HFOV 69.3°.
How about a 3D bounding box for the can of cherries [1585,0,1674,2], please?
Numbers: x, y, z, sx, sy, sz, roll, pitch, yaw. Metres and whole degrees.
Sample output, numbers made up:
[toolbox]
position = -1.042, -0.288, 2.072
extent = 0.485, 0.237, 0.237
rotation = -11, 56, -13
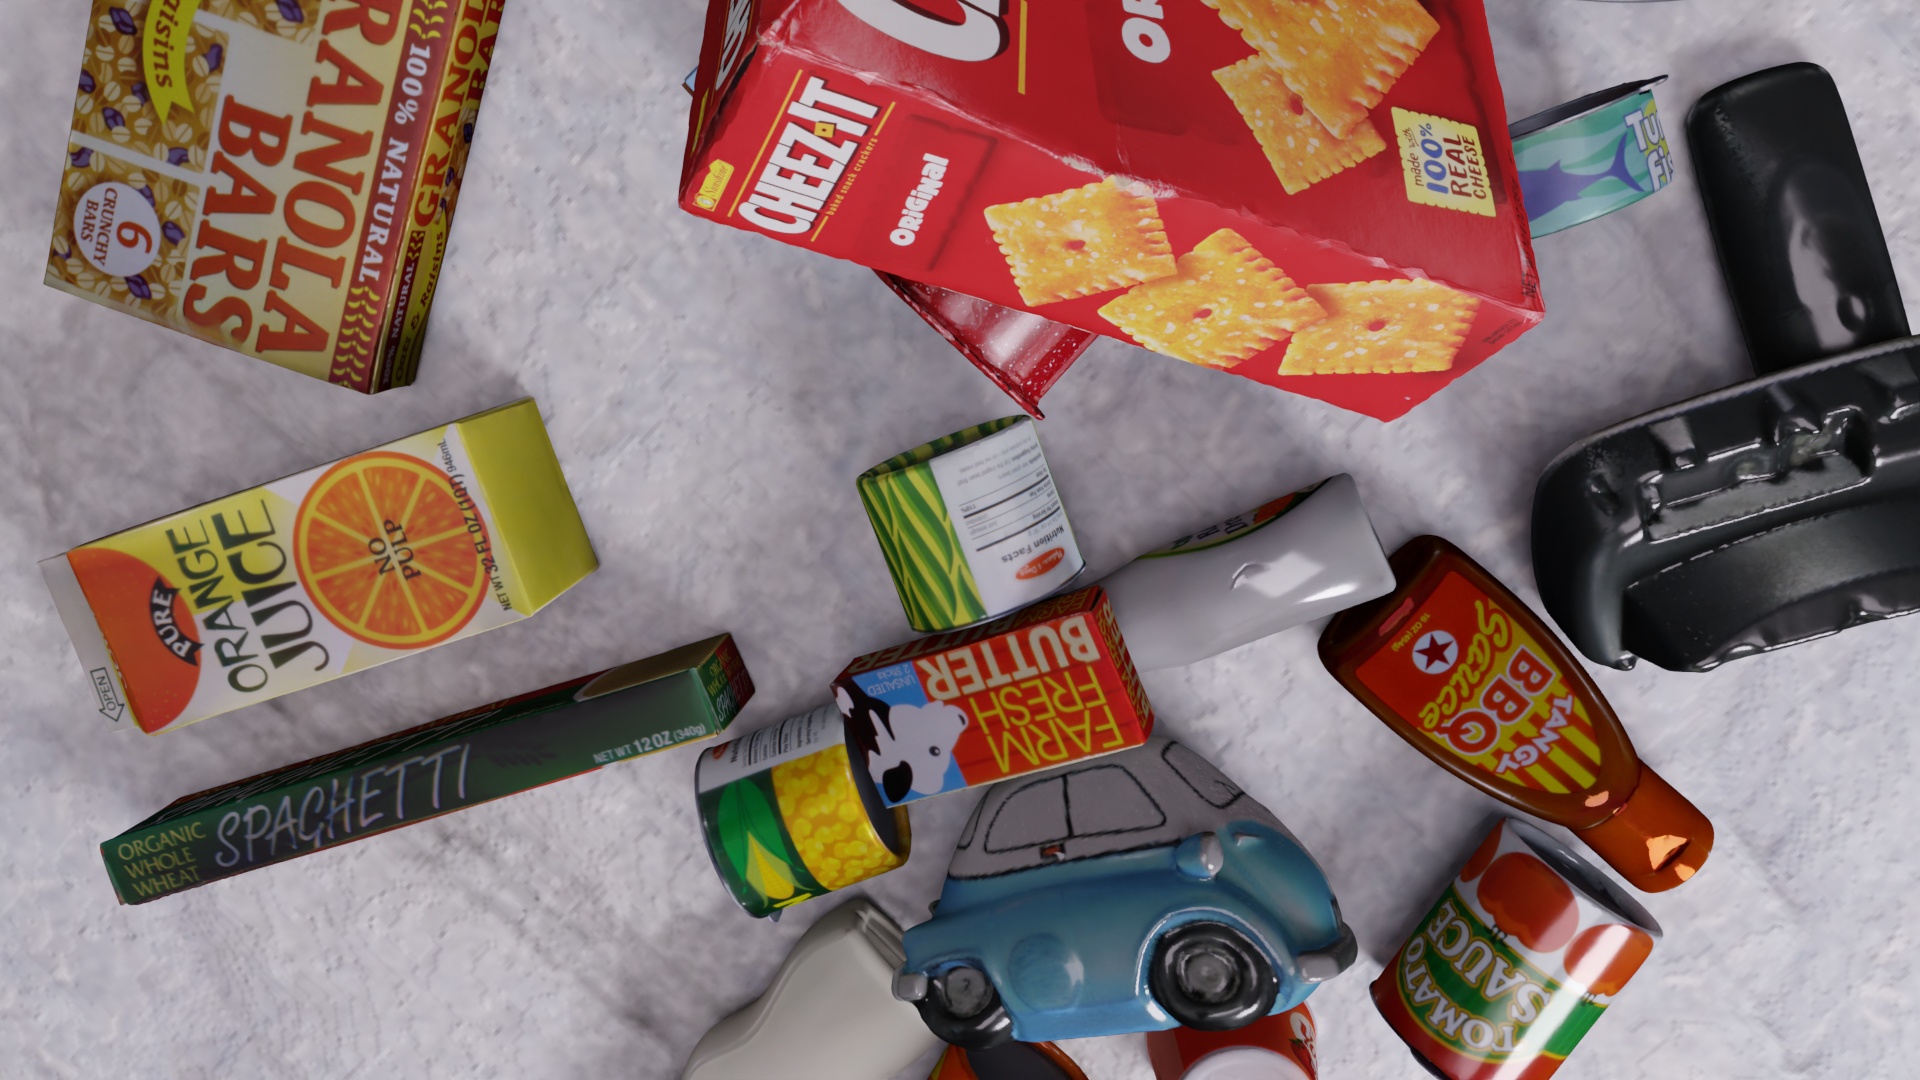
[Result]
[can of cherries]
position = 0.216, -0.202, 0.428
extent = 0.071, 0.071, 0.058
rotation = 3, 102, 4

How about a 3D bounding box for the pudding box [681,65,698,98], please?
[pudding box]
position = -0.048, -0.167, 0.475
extent = 0.083, 0.030, 0.049
rotation = -42, 97, 11

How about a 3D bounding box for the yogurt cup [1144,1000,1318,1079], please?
[yogurt cup]
position = 0.105, 0.203, 0.530
extent = 0.072, 0.054, 0.072
rotation = 1, 102, 5

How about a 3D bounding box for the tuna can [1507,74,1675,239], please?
[tuna can]
position = 0.194, -0.121, 0.447
extent = 0.071, 0.071, 0.032
rotation = -21, 102, 8

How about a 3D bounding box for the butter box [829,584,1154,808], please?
[butter box]
position = 0.011, 0.055, 0.481
extent = 0.103, 0.024, 0.053
rotation = -19, 102, 24

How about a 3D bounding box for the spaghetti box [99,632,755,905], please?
[spaghetti box]
position = -0.203, 0.088, 0.531
extent = 0.250, 0.050, 0.028
rotation = -17, 99, 8

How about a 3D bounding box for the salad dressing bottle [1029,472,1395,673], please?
[salad dressing bottle]
position = 0.075, 0.023, 0.493
extent = 0.147, 0.064, 0.044
rotation = -22, 88, 16

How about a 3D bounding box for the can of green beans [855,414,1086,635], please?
[can of green beans]
position = 0.003, -0.006, 0.487
extent = 0.071, 0.071, 0.057
rotation = -20, 99, 8

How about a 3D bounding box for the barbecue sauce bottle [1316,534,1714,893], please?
[barbecue sauce bottle]
position = 0.203, 0.067, 0.499
extent = 0.148, 0.044, 0.064
rotation = 40, 100, -5

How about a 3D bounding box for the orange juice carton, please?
[orange juice carton]
position = -0.241, 0.013, 0.506
extent = 0.192, 0.073, 0.071
rotation = -17, 101, 8

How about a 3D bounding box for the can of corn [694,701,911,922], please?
[can of corn]
position = -0.056, 0.100, 0.514
extent = 0.058, 0.071, 0.071
rotation = -21, 100, 8

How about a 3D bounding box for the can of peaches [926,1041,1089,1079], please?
[can of peaches]
position = 0.012, 0.227, 0.536
extent = 0.071, 0.071, 0.058
rotation = 29, 103, -2

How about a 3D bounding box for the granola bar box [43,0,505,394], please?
[granola bar box]
position = -0.240, -0.149, 0.489
extent = 0.124, 0.039, 0.165
rotation = 19, 103, 0

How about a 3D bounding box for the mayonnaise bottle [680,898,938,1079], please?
[mayonnaise bottle]
position = -0.075, 0.210, 0.552
extent = 0.148, 0.041, 0.065
rotation = -42, 95, 12

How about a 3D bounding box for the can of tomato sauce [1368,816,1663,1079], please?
[can of tomato sauce]
position = 0.200, 0.153, 0.504
extent = 0.071, 0.071, 0.083
rotation = 32, 102, -3
